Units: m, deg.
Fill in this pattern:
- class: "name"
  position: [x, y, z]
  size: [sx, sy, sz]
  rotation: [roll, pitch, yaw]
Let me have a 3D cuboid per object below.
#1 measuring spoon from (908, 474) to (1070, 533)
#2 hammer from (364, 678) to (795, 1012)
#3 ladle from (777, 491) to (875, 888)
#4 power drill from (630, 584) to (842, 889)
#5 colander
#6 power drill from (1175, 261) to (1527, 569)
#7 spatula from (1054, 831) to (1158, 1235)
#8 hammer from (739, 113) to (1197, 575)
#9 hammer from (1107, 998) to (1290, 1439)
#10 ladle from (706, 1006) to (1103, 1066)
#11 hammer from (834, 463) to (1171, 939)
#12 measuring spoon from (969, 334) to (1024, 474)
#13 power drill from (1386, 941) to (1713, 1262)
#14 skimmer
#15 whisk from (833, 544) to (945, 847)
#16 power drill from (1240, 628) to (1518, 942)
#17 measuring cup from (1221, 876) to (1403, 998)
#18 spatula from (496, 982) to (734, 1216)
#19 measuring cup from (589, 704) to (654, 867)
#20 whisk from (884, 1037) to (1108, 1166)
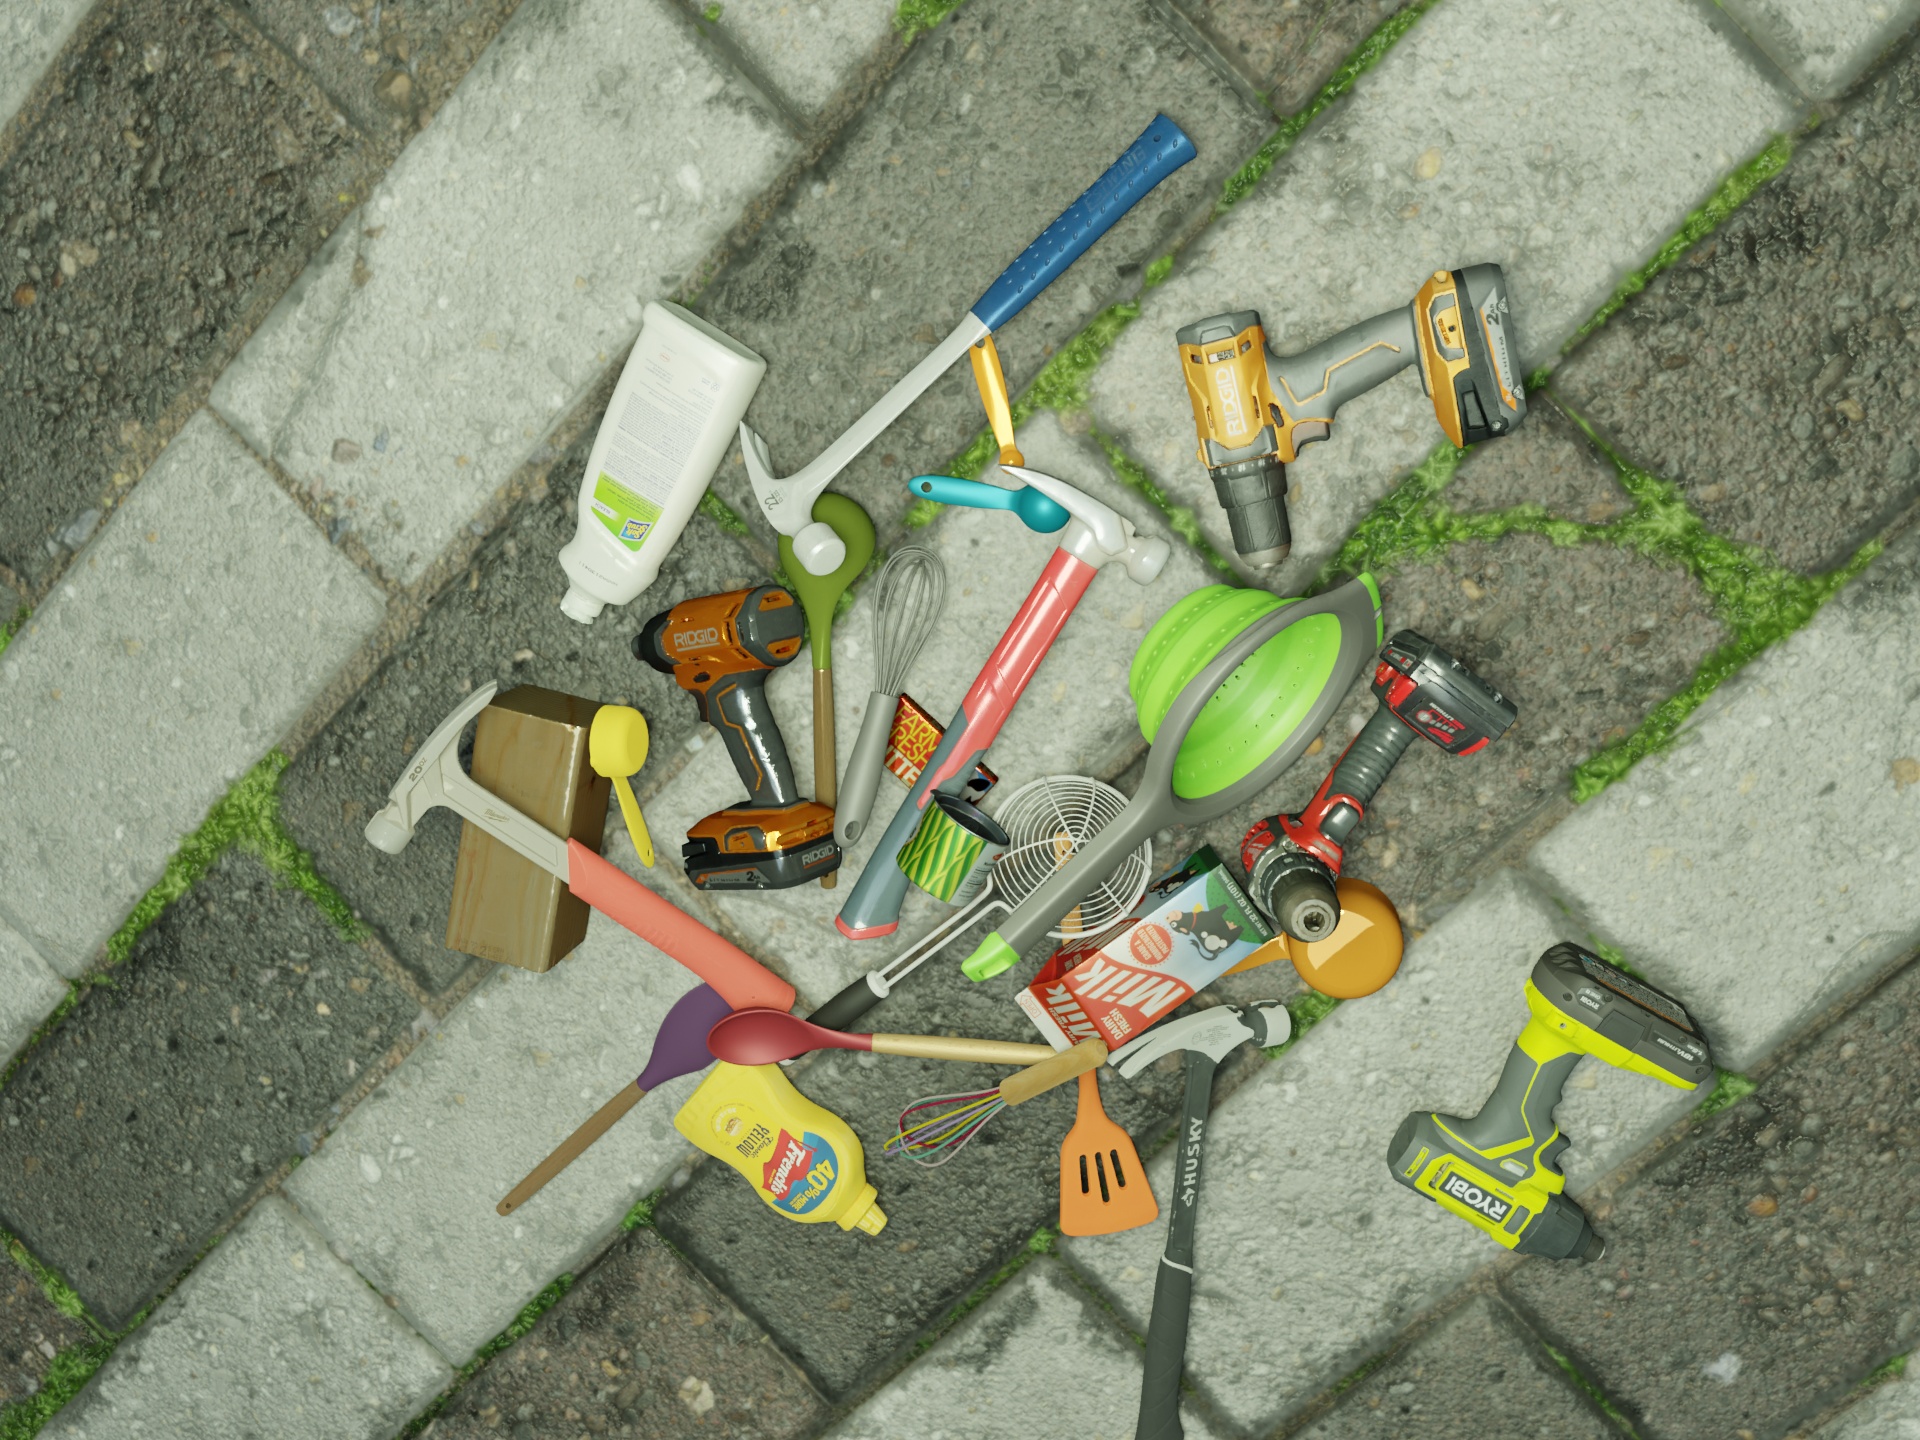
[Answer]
- class: "measuring spoon"
  position: [0.021, -0.169, 1.212]
  size: [0.128, 0.021, 0.042]
  rotation: [10, 104, 7]
- class: "hammer"
  position: [-0.269, 0.125, 1.241]
  size: [0.358, 0.037, 0.149]
  rotation: [38, 92, -23]
- class: "ladle"
  position: [-0.104, -0.020, 1.260]
  size: [0.078, 0.062, 0.320]
  rotation: [5, 108, 16]
- class: "power drill"
  position: [-0.182, 0.014, 1.244]
  size: [0.164, 0.084, 0.226]
  rotation: [-5, 98, 38]
- class: "colander"
  position: [0.130, 0.025, 1.146]
  size: [0.397, 0.204, 0.095]
  rotation: [-43, 59, -4]
- class: "power drill"
  position: [0.279, -0.216, 1.133]
  size: [0.226, 0.084, 0.185]
  rotation: [-11, 99, 16]
- class: "spatula"
  position: [0.100, 0.249, 1.269]
  size: [0.081, 0.041, 0.322]
  rotation: [-8, 98, -6]
- class: "hammer"
  position: [0.003, -0.288, 1.165]
  size: [0.405, 0.035, 0.144]
  rotation: [-42, 59, 7]
- class: "hammer"
  position: [0.171, 0.419, 1.269]
  size: [0.149, 0.036, 0.408]
  rotation: [-4, 108, -25]
- class: "ladle"
  position: [-0.044, 0.257, 1.262]
  size: [0.315, 0.031, 0.069]
  rotation: [3, 132, 6]
- class: "hammer"
  position: [-0.002, -0.004, 1.211]
  size: [0.143, 0.038, 0.386]
  rotation: [30, 101, -5]
- class: "measuring spoon"
  position: [0.026, -0.243, 1.204]
  size: [0.021, 0.011, 0.117]
  rotation: [-13, 98, 12]
- class: "power drill"
  position: [0.454, 0.297, 1.202]
  size: [0.171, 0.080, 0.223]
  rotation: [29, 108, 4]
- class: "skimmer"
  position: [-0.009, 0.176, 1.268]
  size: [0.363, 0.090, 0.127]
  rotation: [-39, 73, 27]
- class: "whisk"
  position: [-0.061, -0.018, 1.218]
  size: [0.055, 0.055, 0.239]
  rotation: [14, 88, 7]
- class: "power drill"
  position: [0.287, 0.053, 1.129]
  size: [0.080, 0.188, 0.226]
  rotation: [37, 101, -3]
- class: "measuring cup"
  position: [0.254, 0.181, 1.223]
  size: [0.173, 0.052, 0.095]
  rotation: [-17, 97, 10]
- class: "spatula"
  position: [-0.291, 0.326, 1.362]
  size: [0.316, 0.018, 0.060]
  rotation: [-43, 91, 13]
- class: "measuring cup"
  position: [-0.258, 0.057, 1.276]
  size: [0.029, 0.062, 0.156]
  rotation: [0, 125, 16]
- class: "whisk"
  position: [0.026, 0.299, 1.255]
  size: [0.047, 0.051, 0.245]
  rotation: [38, 130, -22]
